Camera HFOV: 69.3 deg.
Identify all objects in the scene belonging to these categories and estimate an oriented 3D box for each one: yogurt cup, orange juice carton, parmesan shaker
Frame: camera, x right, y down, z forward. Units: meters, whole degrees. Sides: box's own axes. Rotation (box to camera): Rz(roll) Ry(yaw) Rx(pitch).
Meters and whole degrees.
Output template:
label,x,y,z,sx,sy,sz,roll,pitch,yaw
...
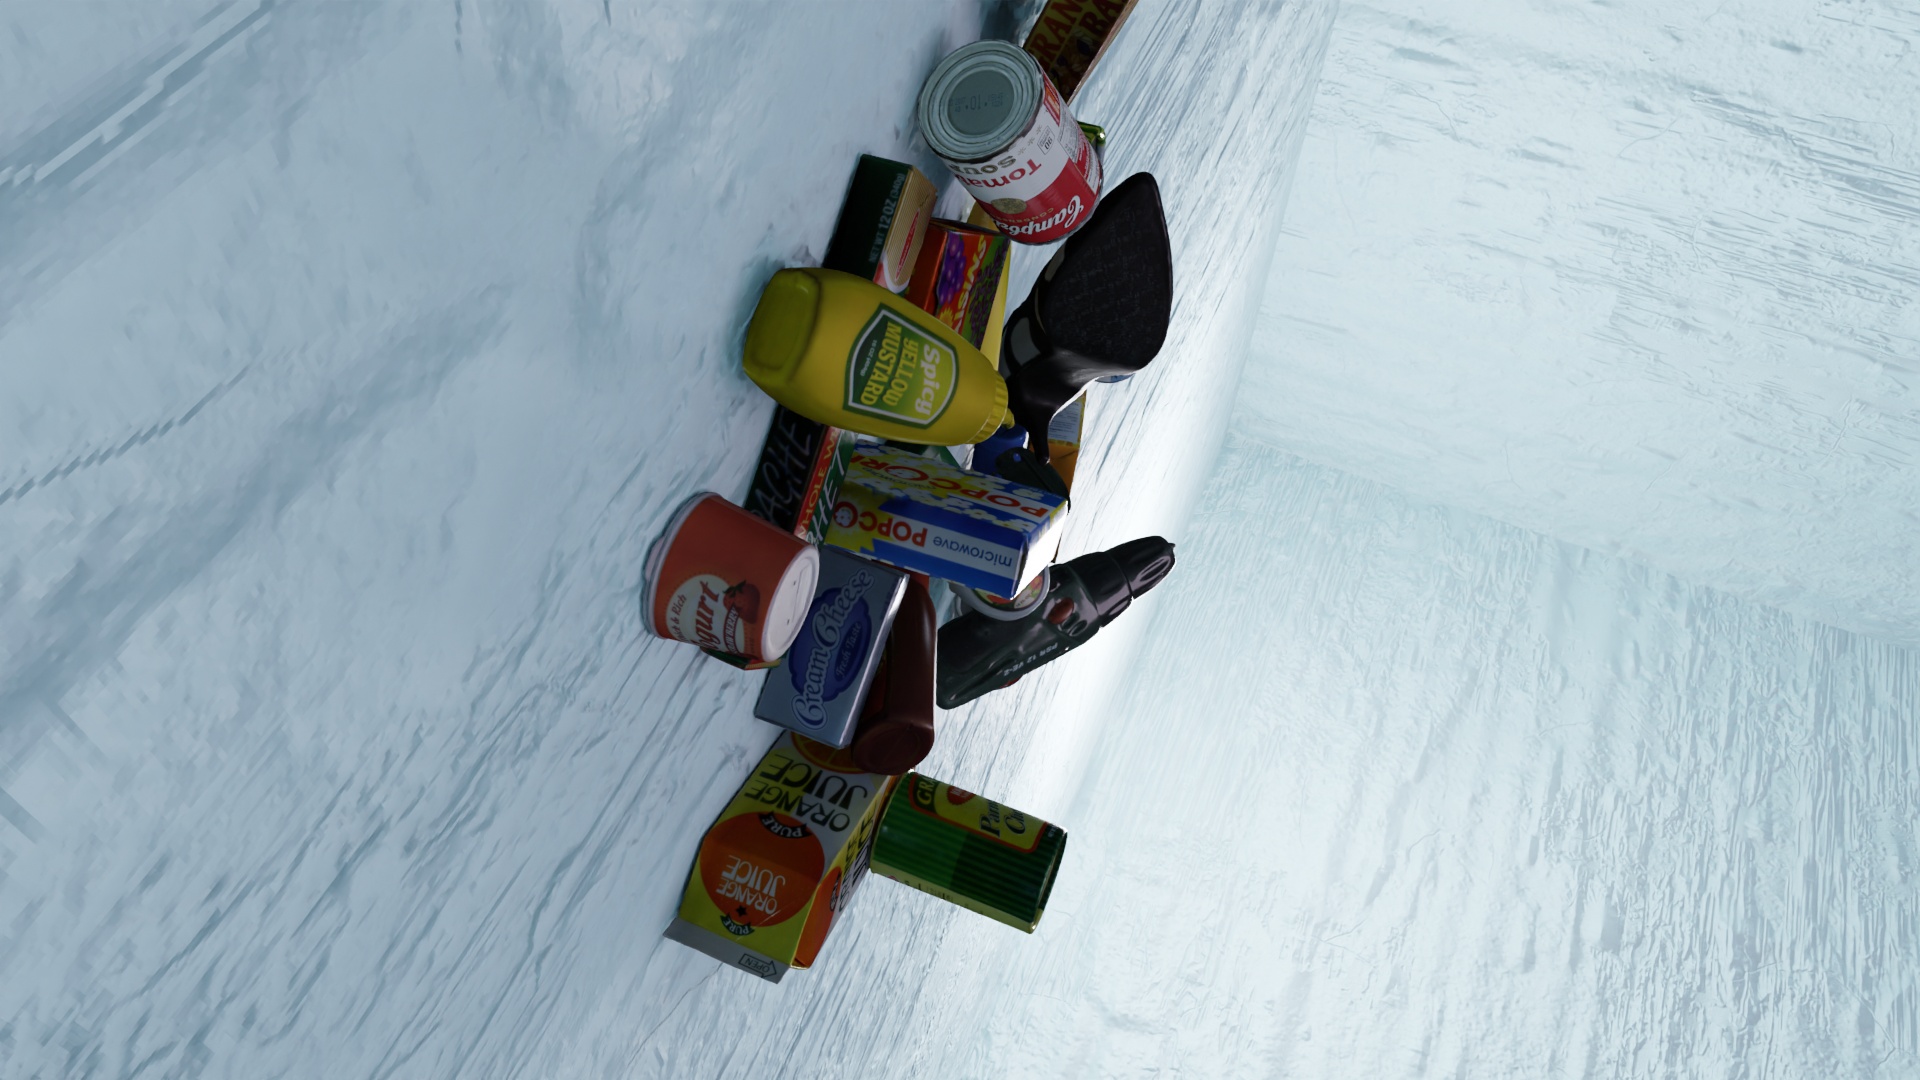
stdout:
label,x,y,z,sx,sy,sz,roll,pitch,yaw
yogurt cup,-0.097,0.019,0.601,0.072,0.054,0.072,17,92,-78
orange juice carton,-0.092,0.172,0.804,0.194,0.072,0.072,-54,159,-53
parmesan shaker,0.007,0.186,0.834,0.071,0.103,0.071,16,92,-78

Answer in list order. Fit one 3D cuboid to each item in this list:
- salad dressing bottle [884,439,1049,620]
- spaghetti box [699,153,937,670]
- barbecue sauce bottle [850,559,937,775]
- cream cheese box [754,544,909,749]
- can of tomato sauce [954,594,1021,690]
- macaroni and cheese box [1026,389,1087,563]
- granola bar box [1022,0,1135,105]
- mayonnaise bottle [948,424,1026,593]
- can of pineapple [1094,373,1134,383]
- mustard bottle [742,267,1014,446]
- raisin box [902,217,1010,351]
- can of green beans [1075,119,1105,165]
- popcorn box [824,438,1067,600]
label,x,y,z,sx,sy,sz,roll,pitch,yaw
salad dressing bottle,0.003,-0.011,0.859,0.064,0.044,0.147,-46,128,-10
spaghetti box,-0.067,-0.059,0.668,0.050,0.029,0.249,8,101,-77
barbecue sauce bottle,-0.038,0.062,0.828,0.064,0.044,0.149,124,-25,-44
cream cheese box,-0.070,0.058,0.770,0.024,0.053,0.104,32,78,-78
can of tomato sauce,0.028,0.076,1.176,0.082,0.071,0.071,92,22,-52
macaroni and cheese box,0.074,-0.084,1.113,0.167,0.040,0.123,-79,178,-46
granola bar box,0.078,-0.302,0.758,0.125,0.039,0.165,-60,-175,-27
mayonnaise bottle,0.022,-0.027,1.056,0.065,0.041,0.147,-62,166,-49
can of pineapple,0.133,-0.184,1.234,0.057,0.071,0.071,87,25,-58
mustard bottle,-0.023,-0.075,0.633,0.160,0.049,0.065,15,97,-47
raisin box,-0.016,-0.131,0.756,0.124,0.040,0.086,-30,138,-70
can of green beans,0.051,-0.228,0.850,0.071,0.058,0.071,18,92,-77
popcorn box,-0.015,-0.013,0.731,0.085,0.127,0.038,-40,144,-67
